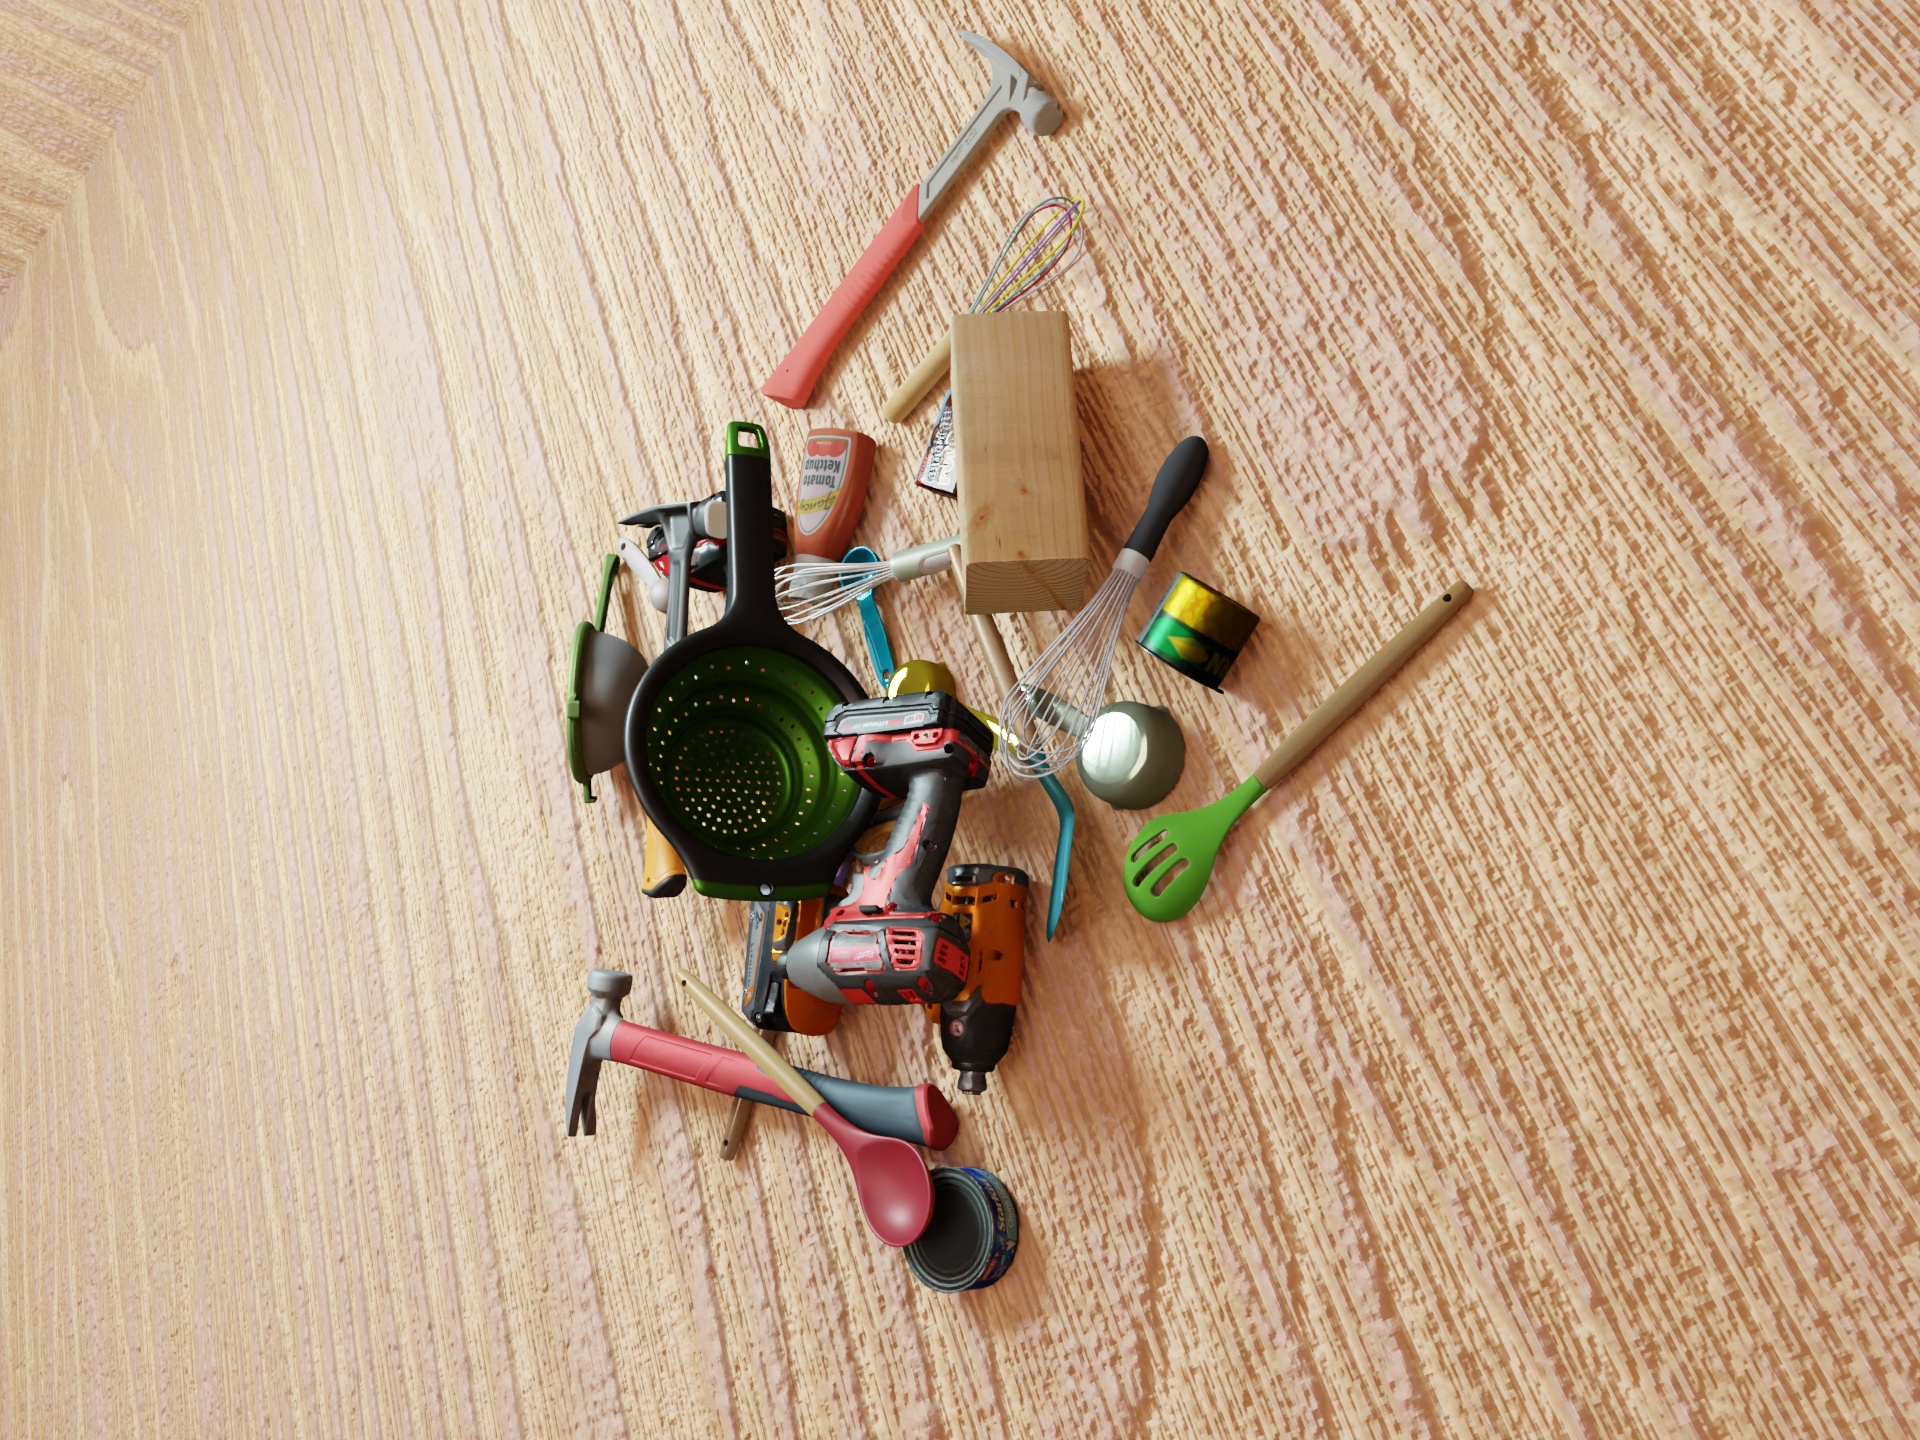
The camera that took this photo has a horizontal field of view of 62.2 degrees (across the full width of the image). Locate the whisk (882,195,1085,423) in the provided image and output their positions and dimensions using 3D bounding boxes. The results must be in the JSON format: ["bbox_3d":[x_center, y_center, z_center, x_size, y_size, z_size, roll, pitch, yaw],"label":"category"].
[{"bbox_3d":[0.017,-0.334,1.305,0.245,0.051,0.047,-44,60,26],"label":"whisk"}]

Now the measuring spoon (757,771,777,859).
[{"bbox_3d":[-0.160,0.095,1.357,0.021,0.011,0.117,-27,58,33],"label":"measuring spoon"}]

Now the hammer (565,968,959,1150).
[{"bbox_3d":[-0.170,0.299,1.265,0.386,0.038,0.143,5,84,35],"label":"hammer"}]

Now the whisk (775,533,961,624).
[{"bbox_3d":[-0.058,-0.121,1.284,0.246,0.057,0.059,-13,40,23],"label":"whisk"}]

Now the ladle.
[{"bbox_3d":[-0.123,0.279,1.197,0.316,0.031,0.069,35,100,35],"label":"ladle"}]

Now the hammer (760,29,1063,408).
[{"bbox_3d":[-0.063,-0.427,1.399,0.359,0.036,0.149,-49,52,18],"label":"hammer"}]

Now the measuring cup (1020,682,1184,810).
[{"bbox_3d":[0.087,0.005,1.153,0.168,0.038,0.083,31,98,40],"label":"measuring cup"}]

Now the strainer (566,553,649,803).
[{"bbox_3d":[-0.318,-0.058,1.495,0.151,0.069,0.257,97,174,-53],"label":"strainer"}]

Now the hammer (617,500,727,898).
[{"bbox_3d":[-0.252,-0.018,1.361,0.127,0.034,0.337,1,88,44],"label":"hammer"}]

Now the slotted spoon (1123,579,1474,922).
[{"bbox_3d":[0.216,0.021,1.051,0.313,0.031,0.070,-46,53,19],"label":"slotted spoon"}]

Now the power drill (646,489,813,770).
[{"bbox_3d":[-0.220,-0.068,1.408,0.188,0.080,0.227,-23,67,34],"label":"power drill"}]

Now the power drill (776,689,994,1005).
[{"bbox_3d":[-0.054,0.096,1.134,0.143,0.078,0.220,-7,60,30],"label":"power drill"}]

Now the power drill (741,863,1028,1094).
[{"bbox_3d":[-0.054,0.192,1.192,0.226,0.084,0.164,-5,75,33],"label":"power drill"}]

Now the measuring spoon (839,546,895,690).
[{"bbox_3d":[-0.069,-0.084,1.328,0.042,0.021,0.129,-25,72,32],"label":"measuring spoon"}]

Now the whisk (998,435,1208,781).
[{"bbox_3d":[0.107,-0.082,1.128,0.070,0.070,0.285,20,75,41],"label":"whisk"}]

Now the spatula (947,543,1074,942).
[{"bbox_3d":[0.036,0.004,1.173,0.044,0.082,0.318,-15,66,-11],"label":"spatula"}]

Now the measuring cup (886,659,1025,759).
[{"bbox_3d":[-0.002,-0.004,1.235,0.157,0.029,0.062,28,97,43],"label":"measuring cup"}]

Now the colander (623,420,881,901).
[{"bbox_3d":[-0.174,-0.043,1.259,0.094,0.204,0.397,142,128,-59],"label":"colander"}]

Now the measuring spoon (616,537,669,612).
[{"bbox_3d":[-0.310,-0.146,1.539,0.124,0.018,0.034,45,108,39],"label":"measuring spoon"}]

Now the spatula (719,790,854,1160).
[{"bbox_3d":[-0.144,0.208,1.304,0.060,0.018,0.316,17,88,33],"label":"spatula"}]
